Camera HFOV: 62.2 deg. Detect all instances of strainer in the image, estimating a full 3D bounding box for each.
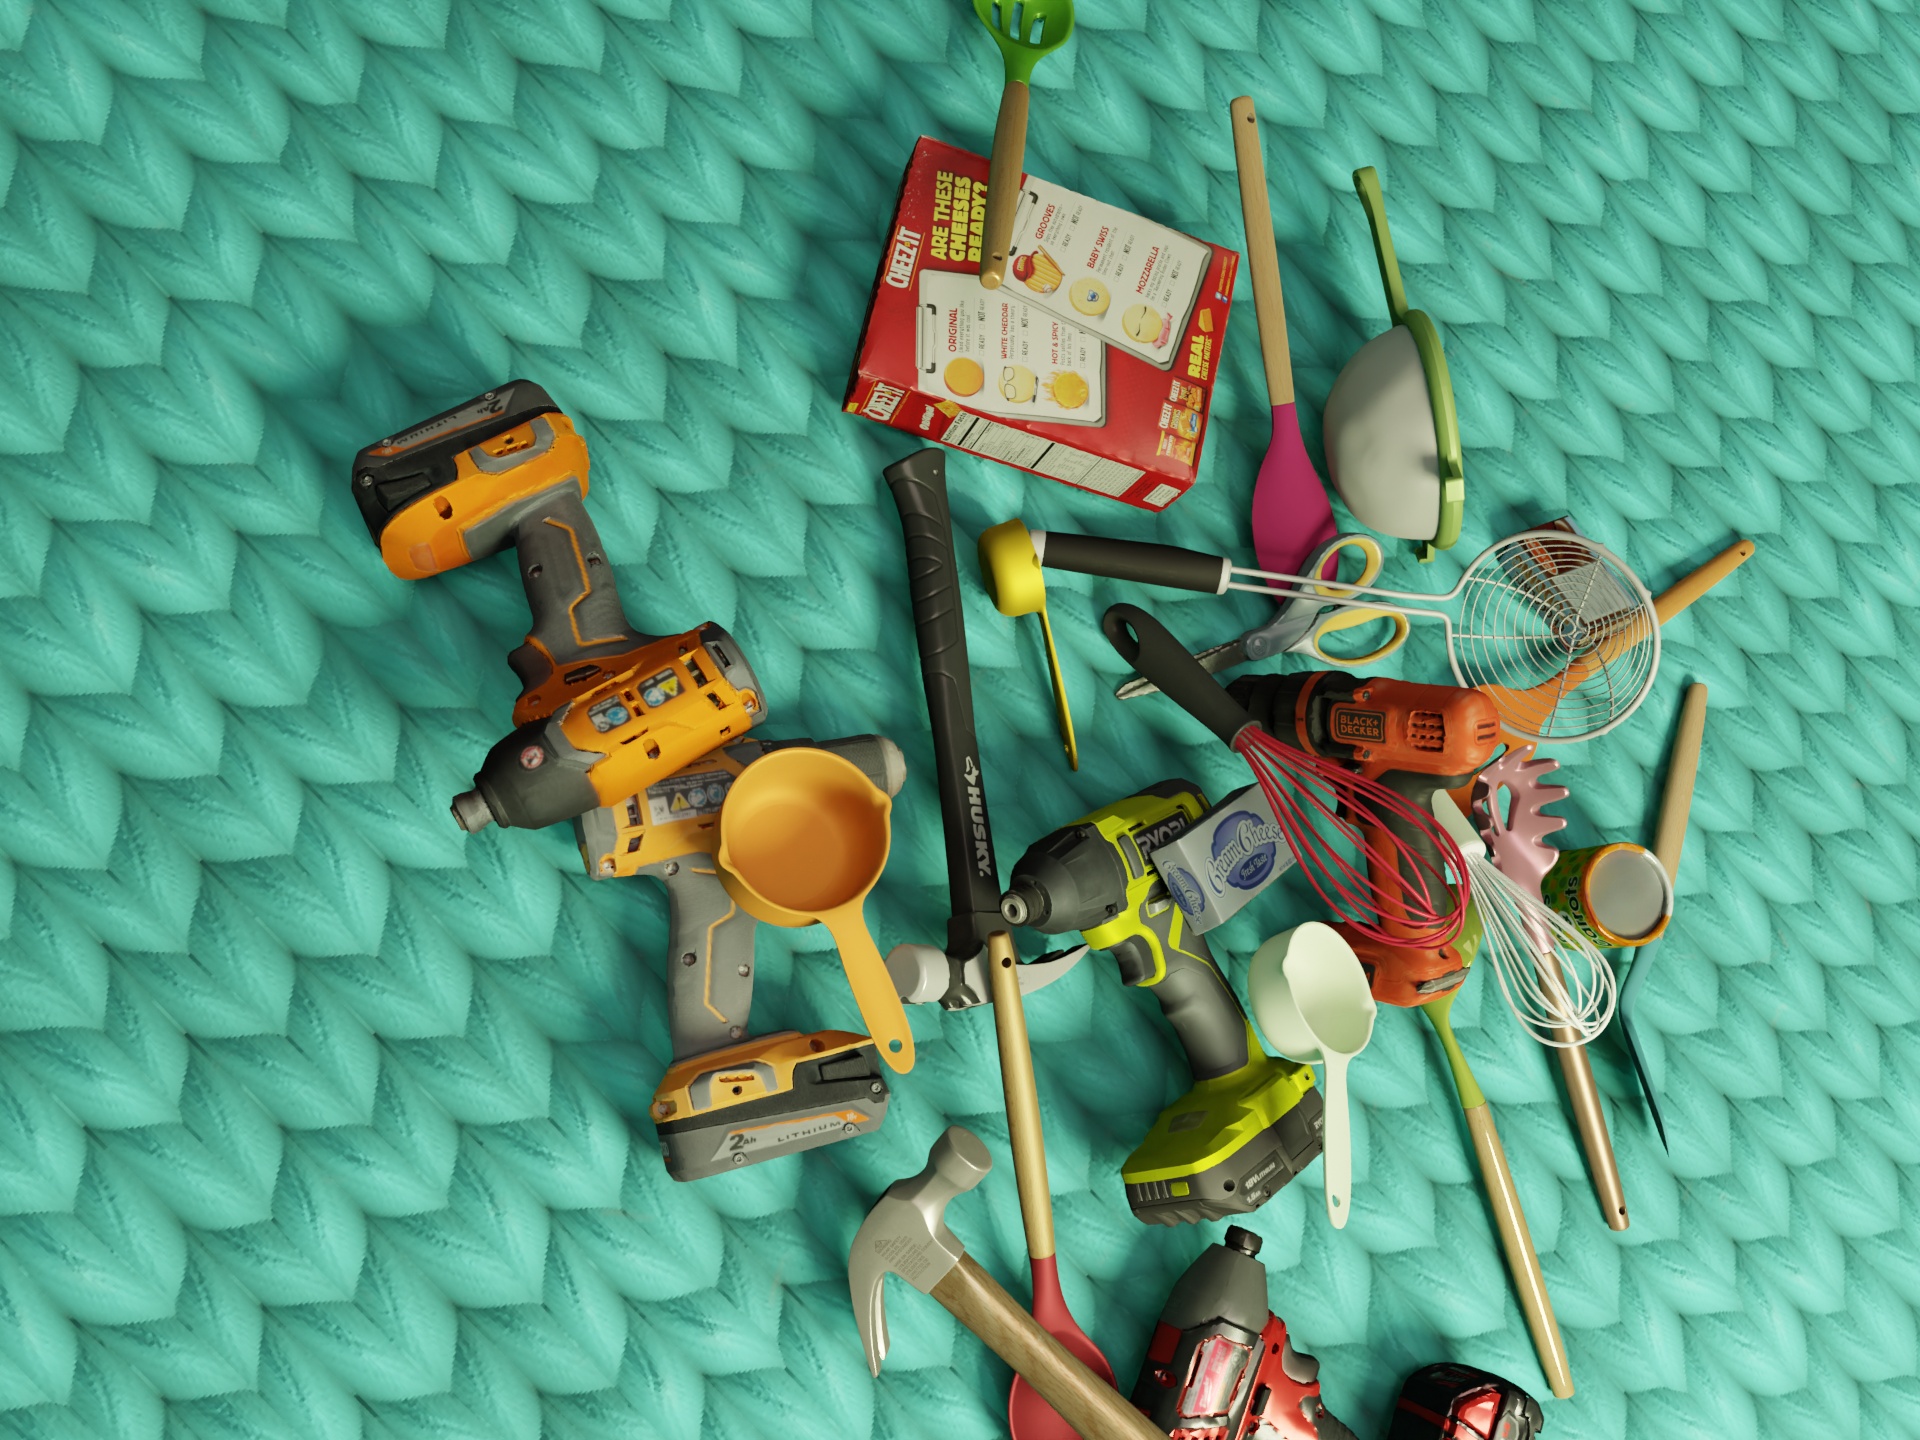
[{"bbox_3d":[0.256,-0.227,1.006,0.069,0.151,0.256,-10,79,7],"label":"strainer"}]

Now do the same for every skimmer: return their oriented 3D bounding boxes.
[{"bbox_3d":[0.218,-0.069,0.942,0.363,0.090,0.127,9,112,1],"label":"skimmer"}]

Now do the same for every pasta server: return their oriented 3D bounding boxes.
[{"bbox_3d":[0.372,0.169,0.983,0.060,0.040,0.316,-18,95,-19],"label":"pasta server"}]

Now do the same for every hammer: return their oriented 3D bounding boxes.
[{"bbox_3d":[-0.001,-0.003,0.915,0.146,0.035,0.335,11,65,-48],"label":"hammer"},{"bbox_3d":[0.076,0.368,0.829,0.331,0.031,0.130,42,105,6],"label":"hammer"}]

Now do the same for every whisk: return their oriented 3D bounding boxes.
[{"bbox_3d":[0.302,0.087,0.937,0.057,0.059,0.247,27,28,-41],"label":"whisk"},{"bbox_3d":[0.175,0.020,0.899,0.073,0.073,0.296,-29,52,-18],"label":"whisk"}]

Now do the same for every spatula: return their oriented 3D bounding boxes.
[{"bbox_3d":[0.424,-0.044,1.068,0.322,0.041,0.081,-31,88,-22],"label":"spatula"},{"bbox_3d":[0.465,0.120,1.035,0.044,0.082,0.318,8,69,30],"label":"spatula"}]

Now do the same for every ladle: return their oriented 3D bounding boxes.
[{"bbox_3d":[0.040,0.265,0.860,0.069,0.031,0.315,-13,101,-26],"label":"ladle"},{"bbox_3d":[0.333,0.256,0.971,0.062,0.078,0.320,-17,90,6],"label":"ladle"}]

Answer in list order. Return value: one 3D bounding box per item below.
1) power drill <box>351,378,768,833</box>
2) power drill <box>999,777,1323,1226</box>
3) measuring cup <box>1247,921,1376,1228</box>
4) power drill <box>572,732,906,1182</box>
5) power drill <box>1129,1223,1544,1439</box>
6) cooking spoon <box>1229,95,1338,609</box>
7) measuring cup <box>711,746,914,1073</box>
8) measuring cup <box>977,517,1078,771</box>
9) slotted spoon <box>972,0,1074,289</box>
[{"bbox_3d":[-0.226,-0.053,0.830,0.164,0.084,0.227,-30,73,-18],"label":"power drill"},{"bbox_3d":[0.111,0.157,0.890,0.171,0.080,0.223,-19,86,-48],"label":"power drill"},{"bbox_3d":[0.189,0.193,0.865,0.083,0.038,0.168,27,53,-33],"label":"measuring cup"},{"bbox_3d":[-0.101,0.117,0.866,0.185,0.084,0.226,-11,79,-19],"label":"power drill"},{"bbox_3d":[0.207,0.386,0.899,0.219,0.078,0.143,25,74,-9],"label":"power drill"},{"bbox_3d":[0.197,-0.223,0.992,0.068,0.017,0.319,-16,102,-27],"label":"cooking spoon"},{"bbox_3d":[-0.068,0.101,0.813,0.095,0.052,0.174,-20,80,-24],"label":"measuring cup"},{"bbox_3d":[0.041,-0.042,0.951,0.029,0.062,0.156,-14,94,-7],"label":"measuring cup"},{"bbox_3d":[0.029,-0.365,0.960,0.070,0.031,0.314,15,53,-12],"label":"slotted spoon"}]
